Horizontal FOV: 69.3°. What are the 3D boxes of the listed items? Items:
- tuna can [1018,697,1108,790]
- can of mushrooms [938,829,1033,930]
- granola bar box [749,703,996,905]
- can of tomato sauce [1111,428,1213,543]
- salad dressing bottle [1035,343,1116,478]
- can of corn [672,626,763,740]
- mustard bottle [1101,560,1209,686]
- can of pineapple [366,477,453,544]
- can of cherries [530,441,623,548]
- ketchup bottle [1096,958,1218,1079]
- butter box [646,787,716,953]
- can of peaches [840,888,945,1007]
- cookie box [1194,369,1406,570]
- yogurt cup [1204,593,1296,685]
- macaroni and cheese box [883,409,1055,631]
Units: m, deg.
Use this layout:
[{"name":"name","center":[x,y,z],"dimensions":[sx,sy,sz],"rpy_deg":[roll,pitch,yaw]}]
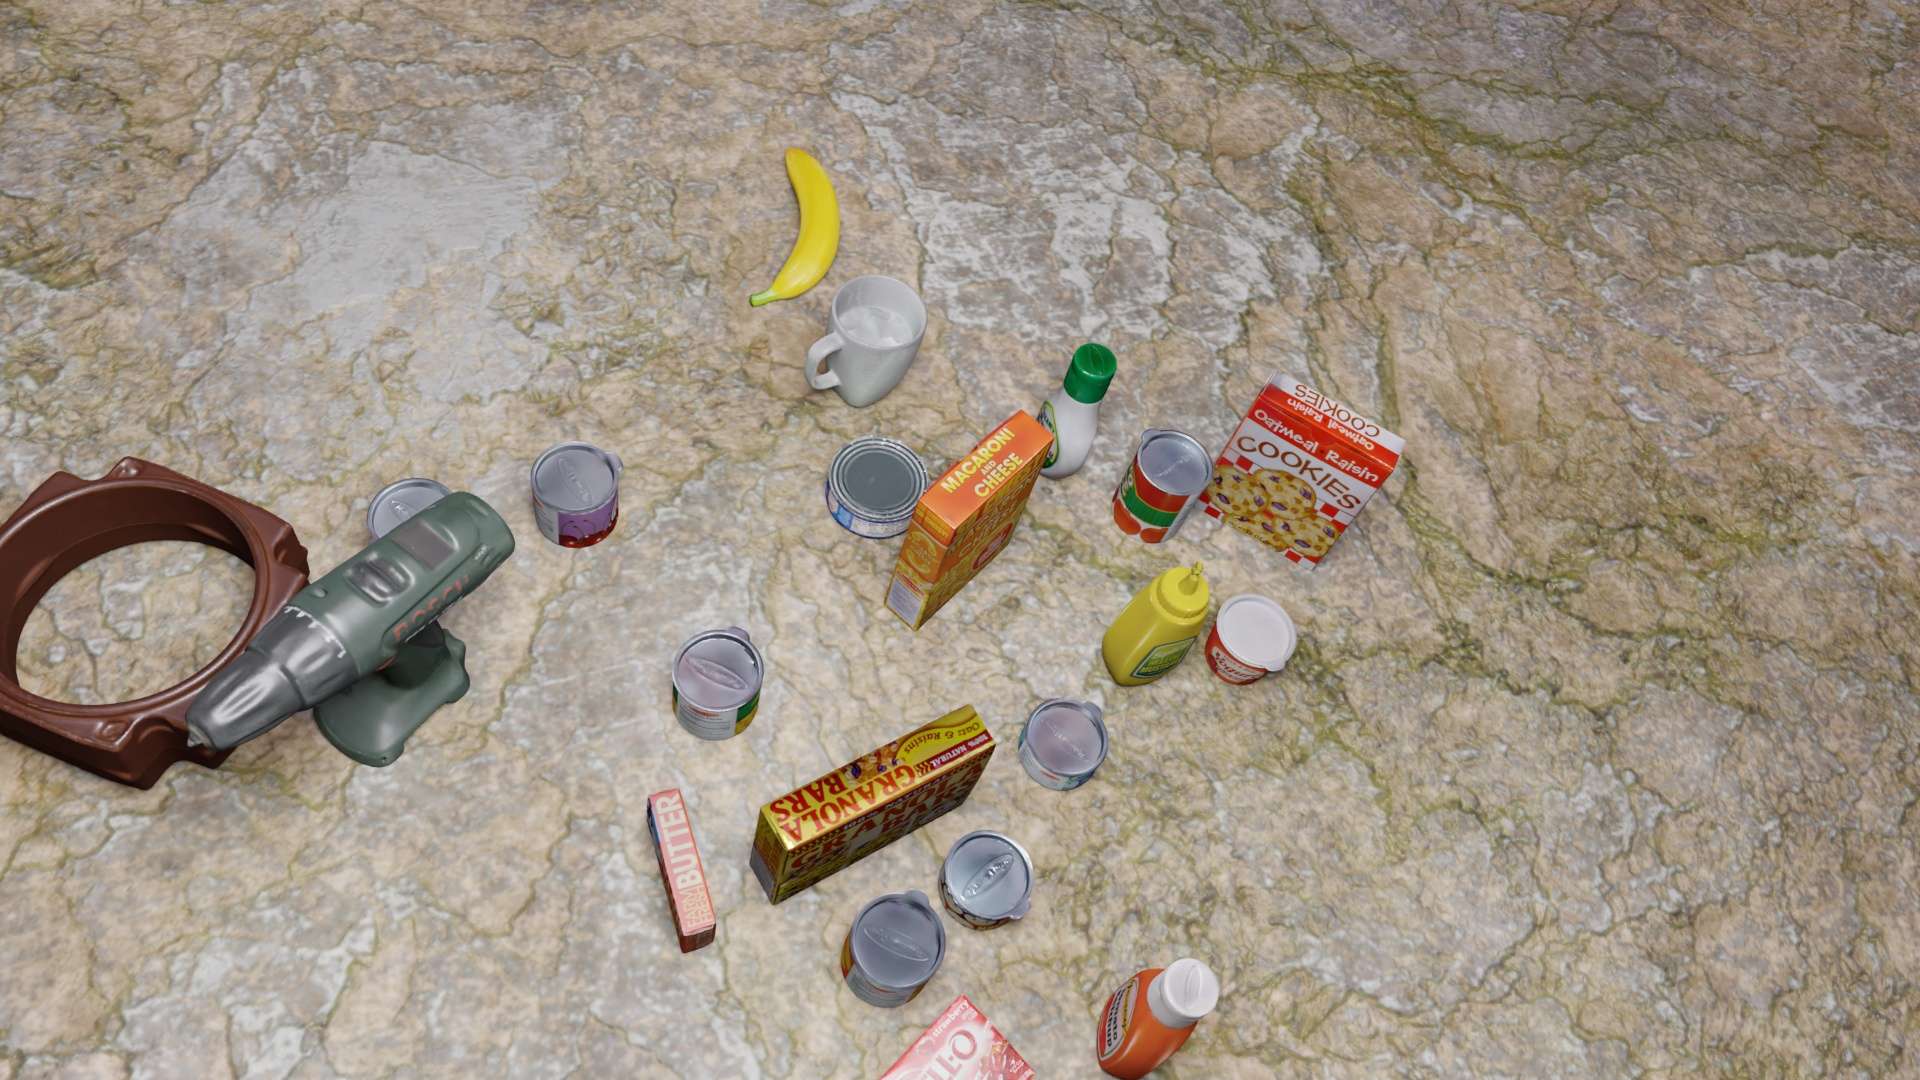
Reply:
[{"name":"tuna can","center":[0.081,0.158,1.085],"dimensions":[0.071,0.032,0.071],"rpy_deg":[6,58,-9]},{"name":"can of mushrooms","center":[0.020,0.250,1.014],"dimensions":[0.071,0.033,0.071],"rpy_deg":[6,58,-9]},{"name":"granola bar box","center":[-0.063,0.187,0.980],"dimensions":[0.166,0.123,0.039],"rpy_deg":[-24,67,-24]},{"name":"can of tomato sauce","center":[0.171,-0.047,1.201],"dimensions":[0.071,0.082,0.071],"rpy_deg":[6,58,-9]},{"name":"salad dressing bottle","center":[0.096,-0.110,1.184],"dimensions":[0.044,0.147,0.064],"rpy_deg":[-6,61,-16]},{"name":"can of corn","center":[-0.181,0.107,1.041],"dimensions":[0.071,0.058,0.071],"rpy_deg":[6,58,-9]},{"name":"mustard bottle","center":[0.159,0.061,1.086],"dimensions":[0.065,0.159,0.049],"rpy_deg":[-14,63,-20]},{"name":"can of pineapple","center":[-0.414,-0.004,1.056],"dimensions":[0.071,0.057,0.071],"rpy_deg":[6,58,-9]},{"name":"can of cherries","center":[-0.302,-0.036,1.101],"dimensions":[0.071,0.058,0.072],"rpy_deg":[6,58,-9]},{"name":"ketchup bottle","center":[0.132,0.317,0.931],"dimensions":[0.043,0.148,0.065],"rpy_deg":[18,57,-2]},{"name":"butter box","center":[-0.195,0.229,0.966],"dimensions":[0.024,0.052,0.104],"rpy_deg":[-12,63,-19]},{"name":"can of peaches","center":[-0.046,0.283,0.965],"dimensions":[0.071,0.057,0.071],"rpy_deg":[6,58,-9]},{"name":"cookie box","center":[0.283,-0.056,1.182],"dimensions":[0.123,0.166,0.040],"rpy_deg":[30,58,6]},{"name":"yogurt cup","center":[0.237,0.085,1.153],"dimensions":[0.072,0.053,0.073],"rpy_deg":[6,58,-9]},{"name":"macaroni and cheese box","center":[0.004,-0.014,1.093],"dimensions":[0.040,0.165,0.124],"rpy_deg":[40,59,12]}]
